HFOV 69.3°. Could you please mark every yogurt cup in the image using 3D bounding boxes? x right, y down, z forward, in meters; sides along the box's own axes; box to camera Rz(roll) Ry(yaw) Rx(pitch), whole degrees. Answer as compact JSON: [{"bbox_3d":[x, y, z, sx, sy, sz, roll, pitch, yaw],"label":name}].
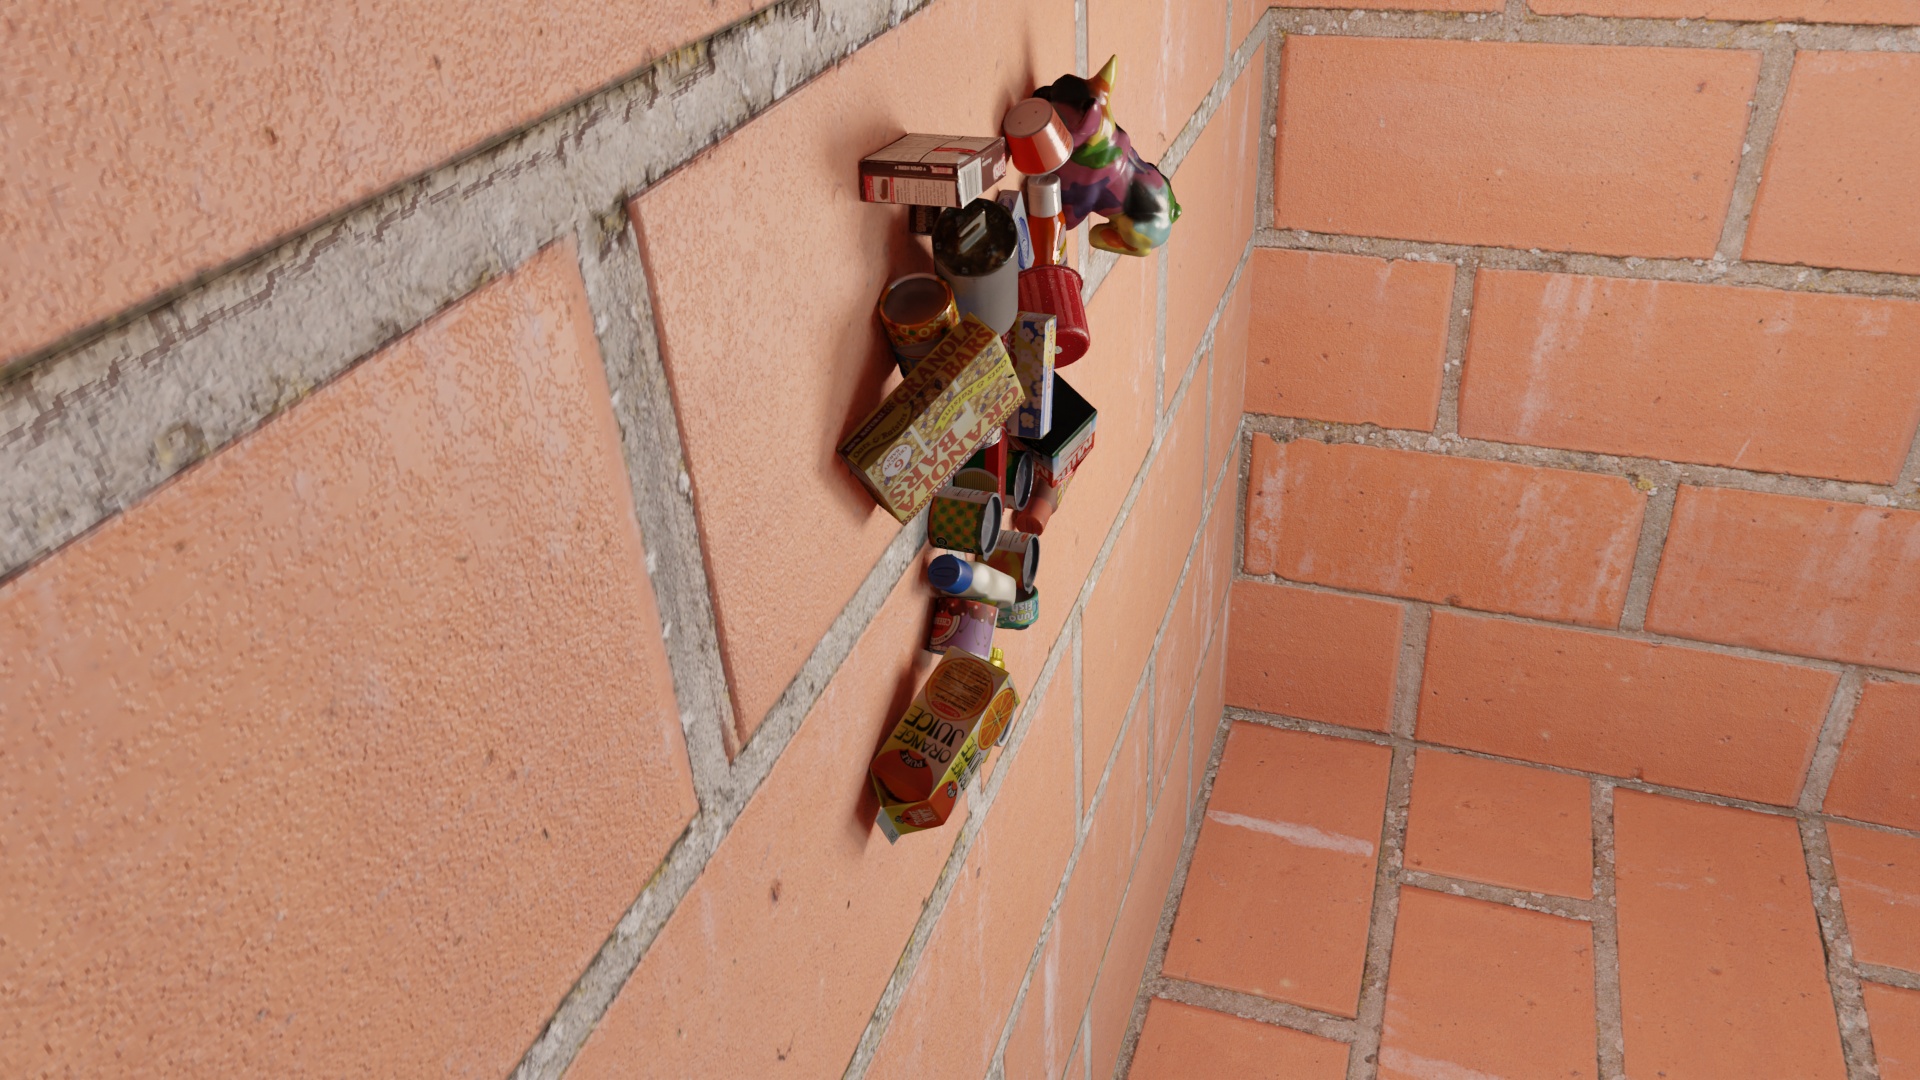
[{"bbox_3d":[0.078,-0.424,1.452,0.053,0.072,0.072,53,47,-54],"label":"yogurt cup"}]

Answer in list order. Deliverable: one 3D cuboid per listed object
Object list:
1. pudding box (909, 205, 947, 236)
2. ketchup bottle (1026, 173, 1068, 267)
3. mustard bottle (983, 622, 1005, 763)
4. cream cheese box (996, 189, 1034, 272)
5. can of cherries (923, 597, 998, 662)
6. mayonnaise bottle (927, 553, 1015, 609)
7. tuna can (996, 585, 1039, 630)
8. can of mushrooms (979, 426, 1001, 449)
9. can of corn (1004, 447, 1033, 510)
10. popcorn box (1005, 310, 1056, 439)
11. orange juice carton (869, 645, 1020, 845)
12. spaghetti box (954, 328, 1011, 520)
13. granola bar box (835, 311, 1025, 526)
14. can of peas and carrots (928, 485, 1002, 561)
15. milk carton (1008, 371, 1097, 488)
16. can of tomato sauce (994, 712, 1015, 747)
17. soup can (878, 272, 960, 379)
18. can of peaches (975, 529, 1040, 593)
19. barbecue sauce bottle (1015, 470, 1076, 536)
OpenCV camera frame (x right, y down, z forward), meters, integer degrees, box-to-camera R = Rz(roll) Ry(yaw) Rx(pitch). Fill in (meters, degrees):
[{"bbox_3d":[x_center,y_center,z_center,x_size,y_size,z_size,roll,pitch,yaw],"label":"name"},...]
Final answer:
[{"bbox_3d":[-0.017,-0.302,1.268,0.084,0.030,0.049,-24,122,-69],"label":"pudding box"},{"bbox_3d":[0.098,-0.342,1.579,0.065,0.043,0.148,-62,153,-45],"label":"ketchup bottle"},{"bbox_3d":[0.021,0.169,1.569,0.065,0.049,0.160,39,60,-70],"label":"mustard bottle"},{"bbox_3d":[0.055,-0.321,1.489,0.103,0.024,0.053,70,32,-56],"label":"cream cheese box"},{"bbox_3d":[0.001,0.093,1.449,0.071,0.071,0.058,34,66,-70],"label":"can of cherries"},{"bbox_3d":[0.009,0.044,1.458,0.148,0.065,0.041,26,65,-67],"label":"mayonnaise bottle"},{"bbox_3d":[0.059,0.074,1.607,0.071,0.071,0.032,-50,143,-58],"label":"tuna can"},{"bbox_3d":[0.008,-0.119,1.369,0.071,0.071,0.033,-57,148,-52],"label":"can of mushrooms"},{"bbox_3d":[0.043,-0.071,1.510,0.071,0.058,0.071,7,91,-72],"label":"can of corn"},{"bbox_3d":[0.052,-0.174,1.448,0.038,0.085,0.126,-41,136,-62],"label":"popcorn box"},{"bbox_3d":[-0.024,0.208,1.371,0.193,0.073,0.071,-56,154,-21],"label":"orange juice carton"},{"bbox_3d":[0.023,-0.144,1.430,0.029,0.050,0.249,-44,139,-63],"label":"spaghetti box"},{"bbox_3d":[-0.021,-0.102,1.213,0.166,0.039,0.124,-47,155,-7],"label":"granola bar box"},{"bbox_3d":[0.005,-0.018,1.419,0.071,0.059,0.071,8,91,-72],"label":"can of peas and carrots"},{"bbox_3d":[0.104,-0.119,1.580,0.073,0.072,0.190,-45,168,-6],"label":"milk carton"},{"bbox_3d":[0.011,0.179,1.487,0.071,0.083,0.071,8,91,-72],"label":"can of tomato sauce"},{"bbox_3d":[-0.031,-0.182,1.221,0.083,0.071,0.071,70,33,-55],"label":"soup can"},{"bbox_3d":[0.054,0.023,1.588,0.071,0.058,0.071,7,91,-73],"label":"can of peaches"},{"bbox_3d":[0.107,-0.063,1.733,0.149,0.044,0.064,-62,155,-45],"label":"barbecue sauce bottle"}]
